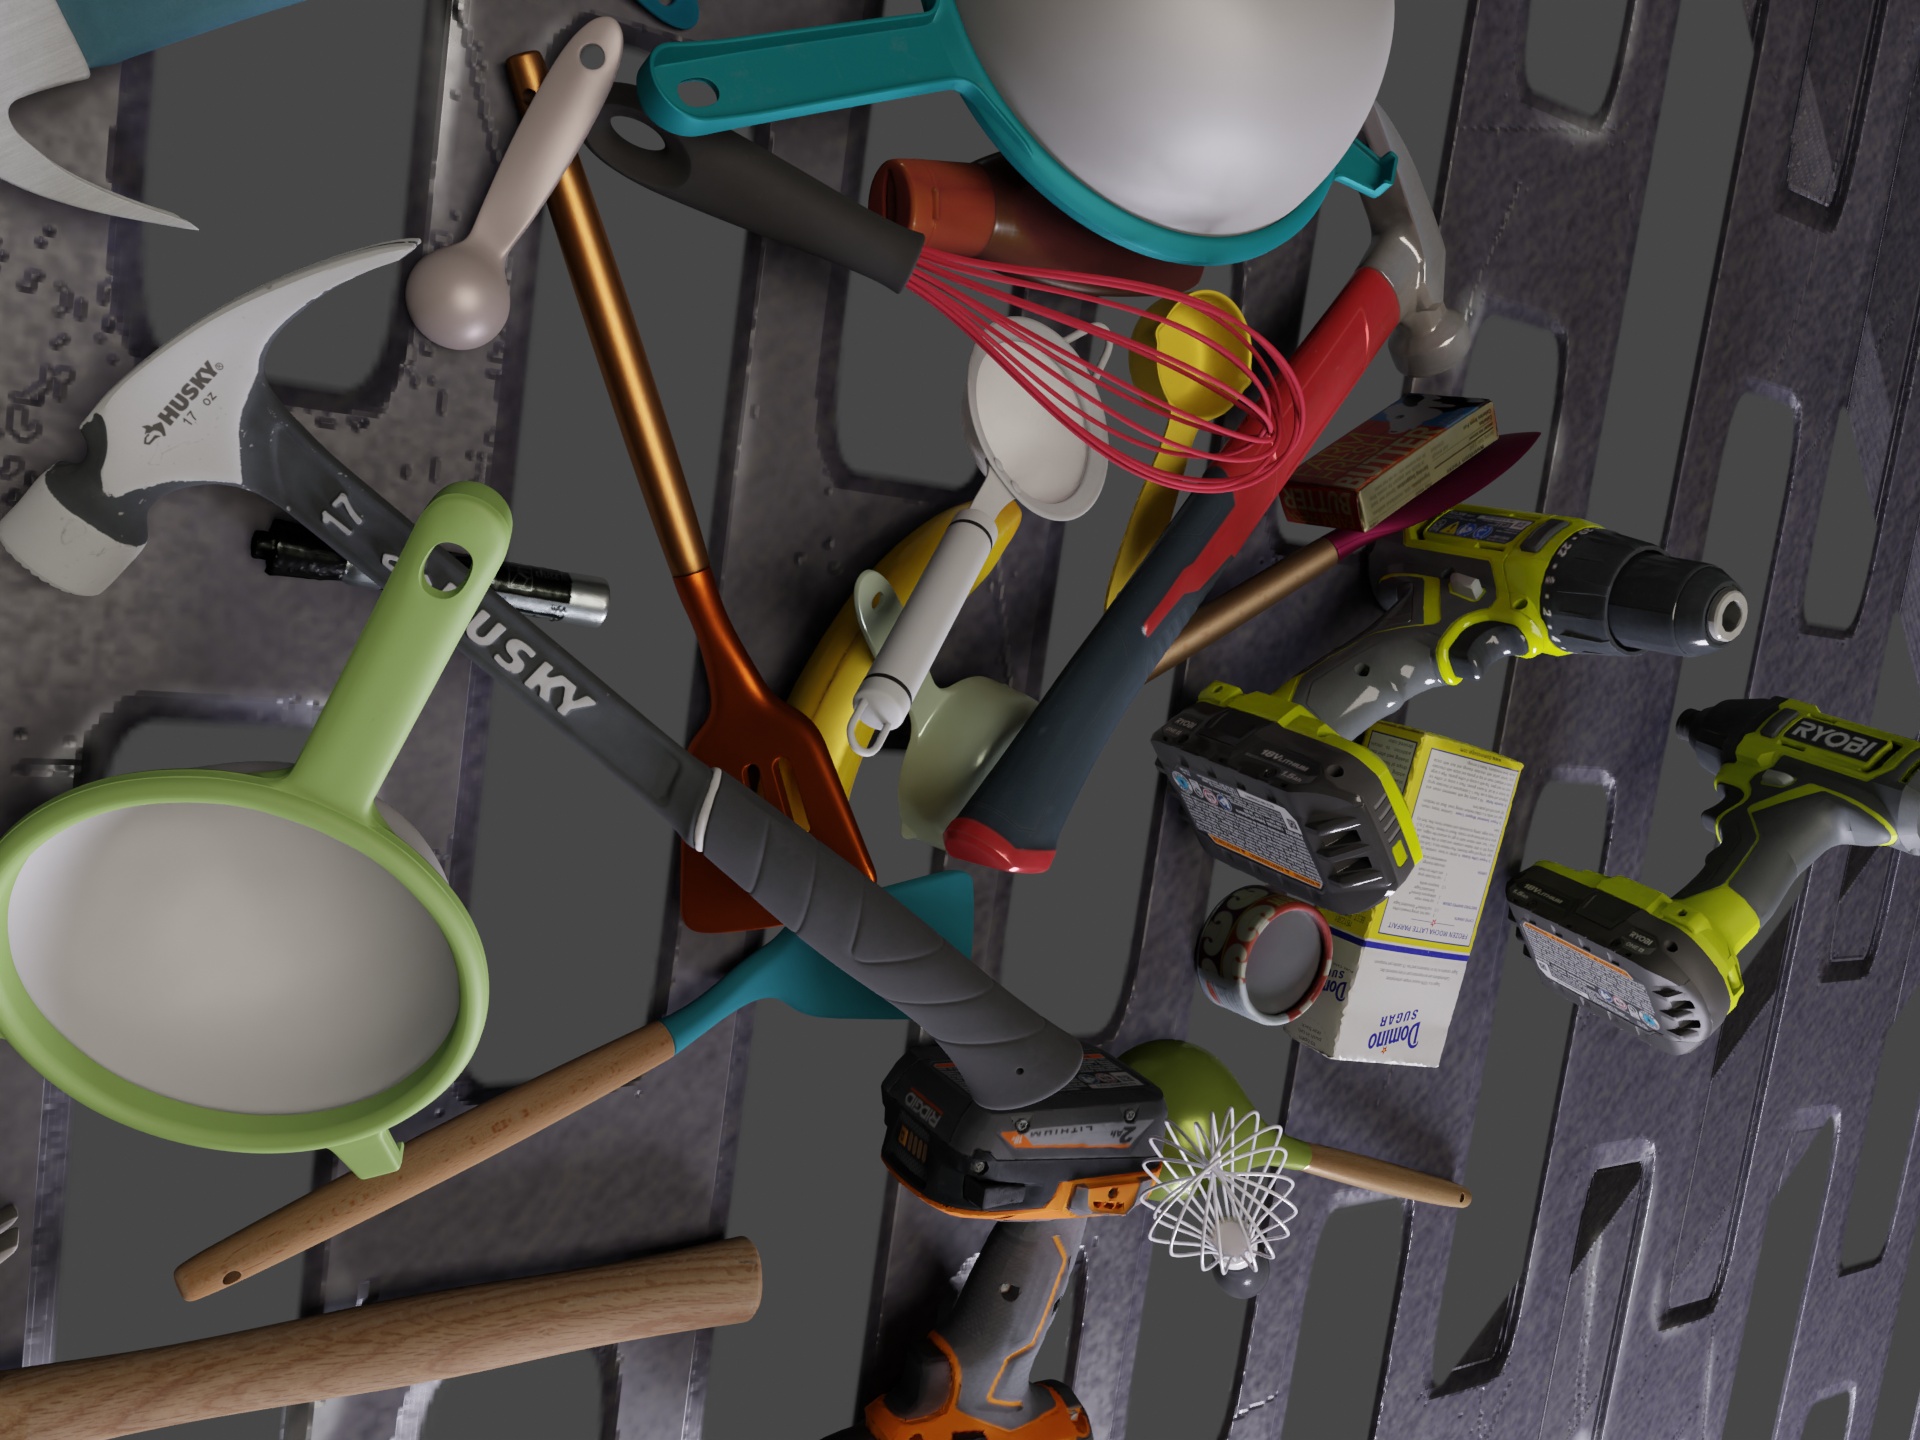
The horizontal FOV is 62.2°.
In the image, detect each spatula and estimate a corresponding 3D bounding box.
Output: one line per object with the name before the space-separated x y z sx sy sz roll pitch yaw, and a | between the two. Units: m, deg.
spatula | -0.108 -0.076 0.581 0.081 0.041 0.322 -12 108 11
spatula | -0.128 0.136 0.600 0.317 0.044 0.082 -23 133 -36

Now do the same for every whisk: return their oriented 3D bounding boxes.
whisk | 0.124 0.237 0.736 0.070 0.070 0.284 -51 154 -15
whisk | -0.001 -0.162 0.590 0.295 0.073 0.073 22 87 -15

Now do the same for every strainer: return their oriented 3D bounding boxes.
strainer | 0.004 -0.077 0.614 0.086 0.050 0.259 50 42 -25
strainer | -0.195 0.024 0.486 0.151 0.069 0.256 27 115 -20
strainer | 0.046 -0.266 0.564 0.340 0.095 0.211 -26 92 -34

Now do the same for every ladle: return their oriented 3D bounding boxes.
ladle | 0.186 0.235 0.857 0.319 0.062 0.078 25 77 -42

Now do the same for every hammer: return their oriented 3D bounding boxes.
hammer | -0.224 0.226 0.575 0.331 0.031 0.130 2 99 -35
hammer | 0.104 -0.099 0.677 0.386 0.038 0.143 -53 128 -23
hammer | -0.099 0.014 0.549 0.149 0.036 0.408 -45 114 6
hammer | -0.164 -0.252 0.494 0.331 0.033 0.128 -30 124 -23

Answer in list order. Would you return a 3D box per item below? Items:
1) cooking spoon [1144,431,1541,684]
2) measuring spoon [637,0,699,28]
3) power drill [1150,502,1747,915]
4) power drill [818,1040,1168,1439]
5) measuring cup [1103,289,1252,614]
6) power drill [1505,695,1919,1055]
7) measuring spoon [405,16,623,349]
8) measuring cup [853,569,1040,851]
cooking spoon | 0.157 -0.070 0.762 0.319 0.069 0.017 -31 103 -19
measuring spoon | -0.138 -0.283 0.538 0.128 0.021 0.042 37 86 -43
power drill | 0.220 -0.017 0.732 0.228 0.191 0.080 -38 119 -17
power drill | -0.001 0.263 0.707 0.164 0.084 0.226 5 101 -34
measuring cup | 0.086 -0.117 0.717 0.062 0.029 0.156 16 93 -36
power drill | 0.432 0.074 0.917 0.223 0.171 0.080 -38 119 -13
measuring spoon | -0.147 -0.181 0.531 0.034 0.018 0.124 30 94 -12
measuring cup | -0.001 -0.002 0.637 0.083 0.038 0.167 -54 147 -20
